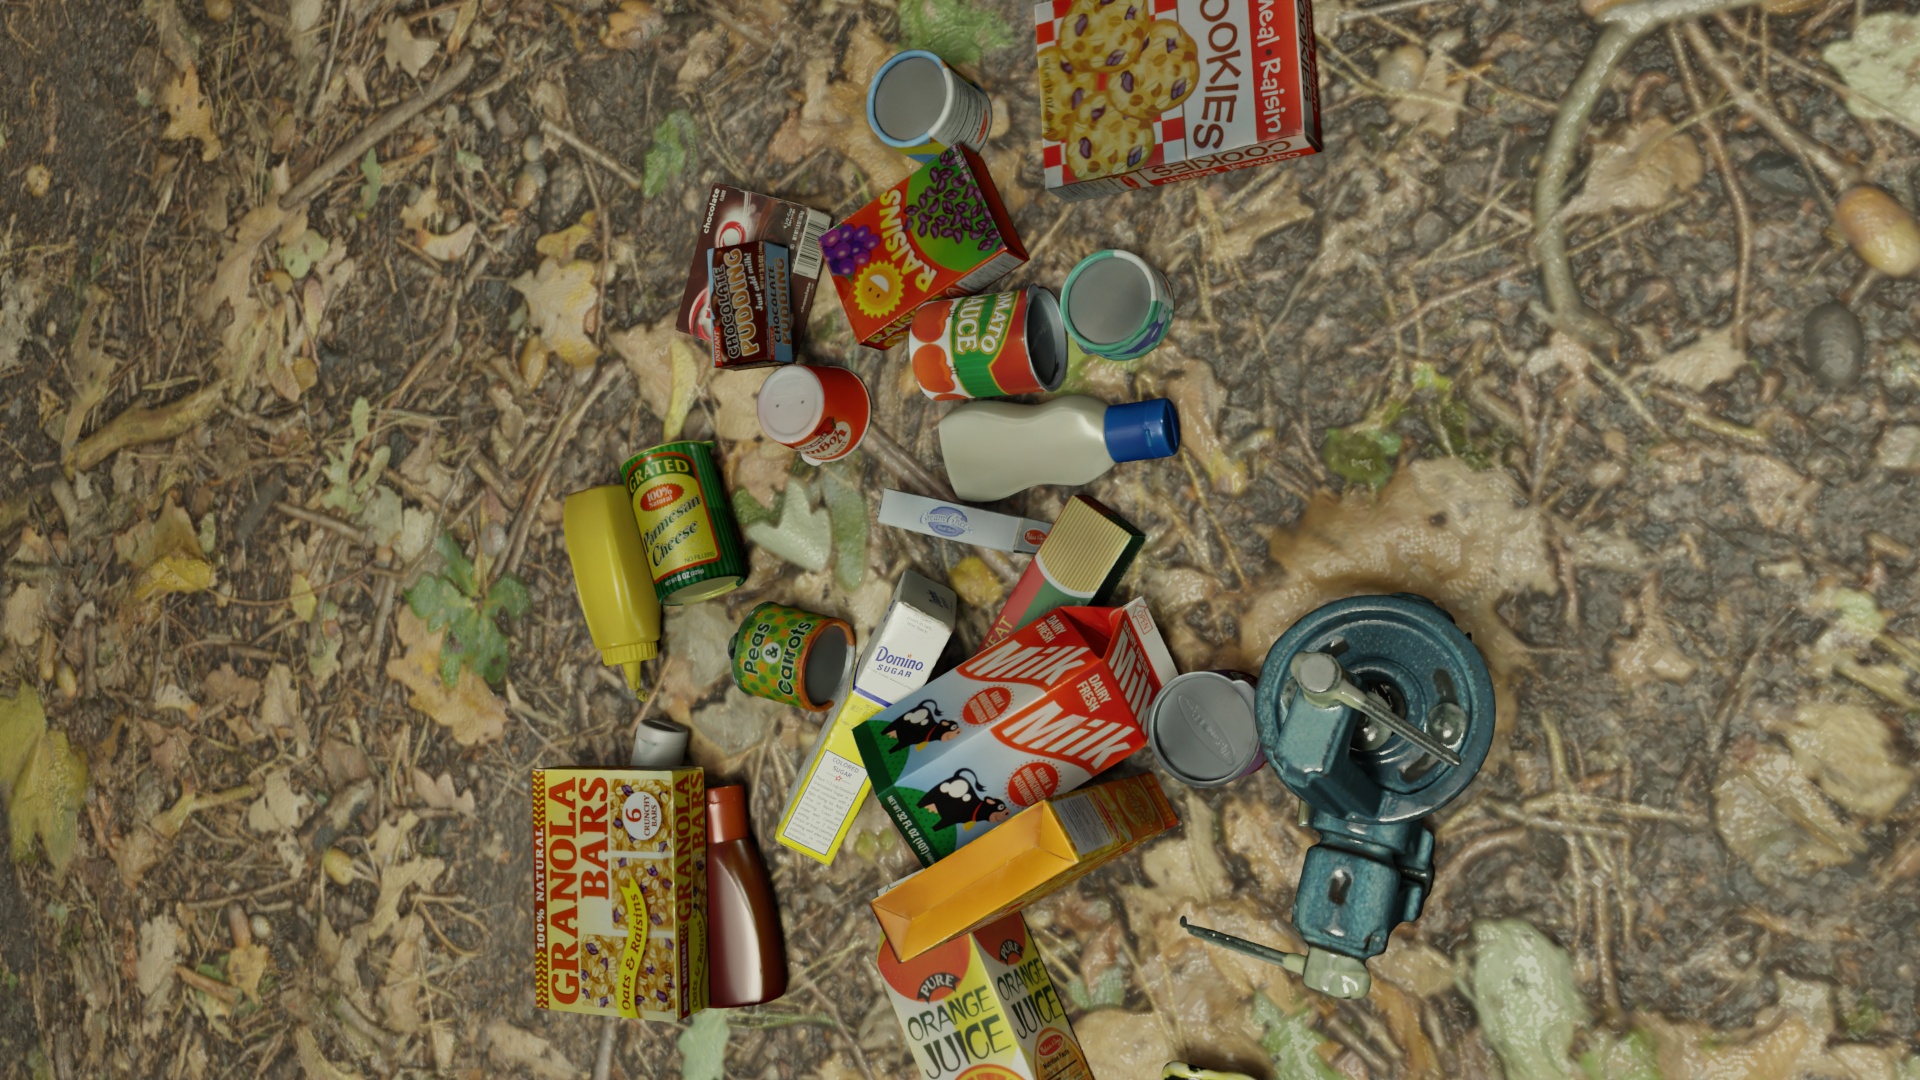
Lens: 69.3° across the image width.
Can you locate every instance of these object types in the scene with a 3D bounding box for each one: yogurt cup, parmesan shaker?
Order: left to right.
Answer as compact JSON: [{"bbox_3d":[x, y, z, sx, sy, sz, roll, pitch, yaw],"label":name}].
[{"bbox_3d":[-0.195,-0.013,0.992,0.071,0.071,0.103,-24,77,24],"label":"parmesan shaker"},{"bbox_3d":[-0.103,-0.090,0.957,0.072,0.054,0.072,-2,85,26],"label":"yogurt cup"}]

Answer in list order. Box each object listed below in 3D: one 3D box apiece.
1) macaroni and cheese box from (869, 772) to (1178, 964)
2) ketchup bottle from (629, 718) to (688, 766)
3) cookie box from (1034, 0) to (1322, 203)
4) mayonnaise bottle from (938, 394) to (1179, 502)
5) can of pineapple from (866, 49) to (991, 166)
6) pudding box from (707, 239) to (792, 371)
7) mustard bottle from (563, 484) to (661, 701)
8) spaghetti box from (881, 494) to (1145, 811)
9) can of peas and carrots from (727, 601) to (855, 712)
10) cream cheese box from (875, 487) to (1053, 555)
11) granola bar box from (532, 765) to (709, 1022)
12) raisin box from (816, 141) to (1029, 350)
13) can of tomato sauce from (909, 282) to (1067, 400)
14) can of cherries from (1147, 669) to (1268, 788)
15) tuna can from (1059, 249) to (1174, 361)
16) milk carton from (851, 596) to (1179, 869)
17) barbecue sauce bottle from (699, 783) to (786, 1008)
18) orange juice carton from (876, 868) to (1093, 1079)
[{"bbox_3d":[0.043,0.184,0.803,0.123,0.166,0.040,-35,73,21],"label":"macaroni and cheese box"},{"bbox_3d":[-0.230,0.206,1.009,0.065,0.043,0.148,14,92,25],"label":"ketchup bottle"},{"bbox_3d":[0.133,-0.287,0.859,0.167,0.040,0.123,-5,85,27],"label":"cookie box"},{"bbox_3d":[0.062,-0.062,0.876,0.148,0.041,0.064,-6,110,25],"label":"mayonnaise bottle"},{"bbox_3d":[-0.023,-0.286,0.927,0.071,0.058,0.071,-2,86,27],"label":"can of pineapple"},{"bbox_3d":[-0.145,-0.161,0.953,0.049,0.030,0.083,-3,88,27],"label":"pudding box"},{"bbox_3d":[-0.250,0.040,1.019,0.049,0.065,0.160,-12,85,22],"label":"mustard bottle"},{"bbox_3d":[0.031,0.088,0.892,0.050,0.029,0.249,37,103,25],"label":"spaghetti box"},{"bbox_3d":[-0.114,0.079,0.942,0.059,0.071,0.071,11,92,26],"label":"can of peas and carrots"},{"bbox_3d":[0.003,-0.011,0.899,0.104,0.053,0.024,13,91,27],"label":"cream cheese box"},{"bbox_3d":[-0.236,0.240,0.962,0.124,0.039,0.165,-4,85,25],"label":"granola bar box"},{"bbox_3d":[-0.027,-0.195,0.934,0.123,0.040,0.086,-29,76,23],"label":"raisin box"},{"bbox_3d":[0.017,-0.126,0.890,0.083,0.071,0.071,-2,86,27],"label":"can of tomato sauce"},{"bbox_3d":[0.153,0.108,0.813,0.071,0.058,0.071,-2,85,27],"label":"can of cherries"},{"bbox_3d":[0.096,-0.146,0.872,0.071,0.033,0.071,-2,86,26],"label":"tuna can"},{"bbox_3d":[0.039,0.107,0.829,0.191,0.072,0.074,-30,29,-3],"label":"milk carton"},{"bbox_3d":[-0.161,0.247,0.971,0.065,0.044,0.148,-13,81,26],"label":"barbecue sauce bottle"},{"bbox_3d":[0.013,0.294,0.863,0.071,0.073,0.193,-32,73,22],"label":"orange juice carton"}]
